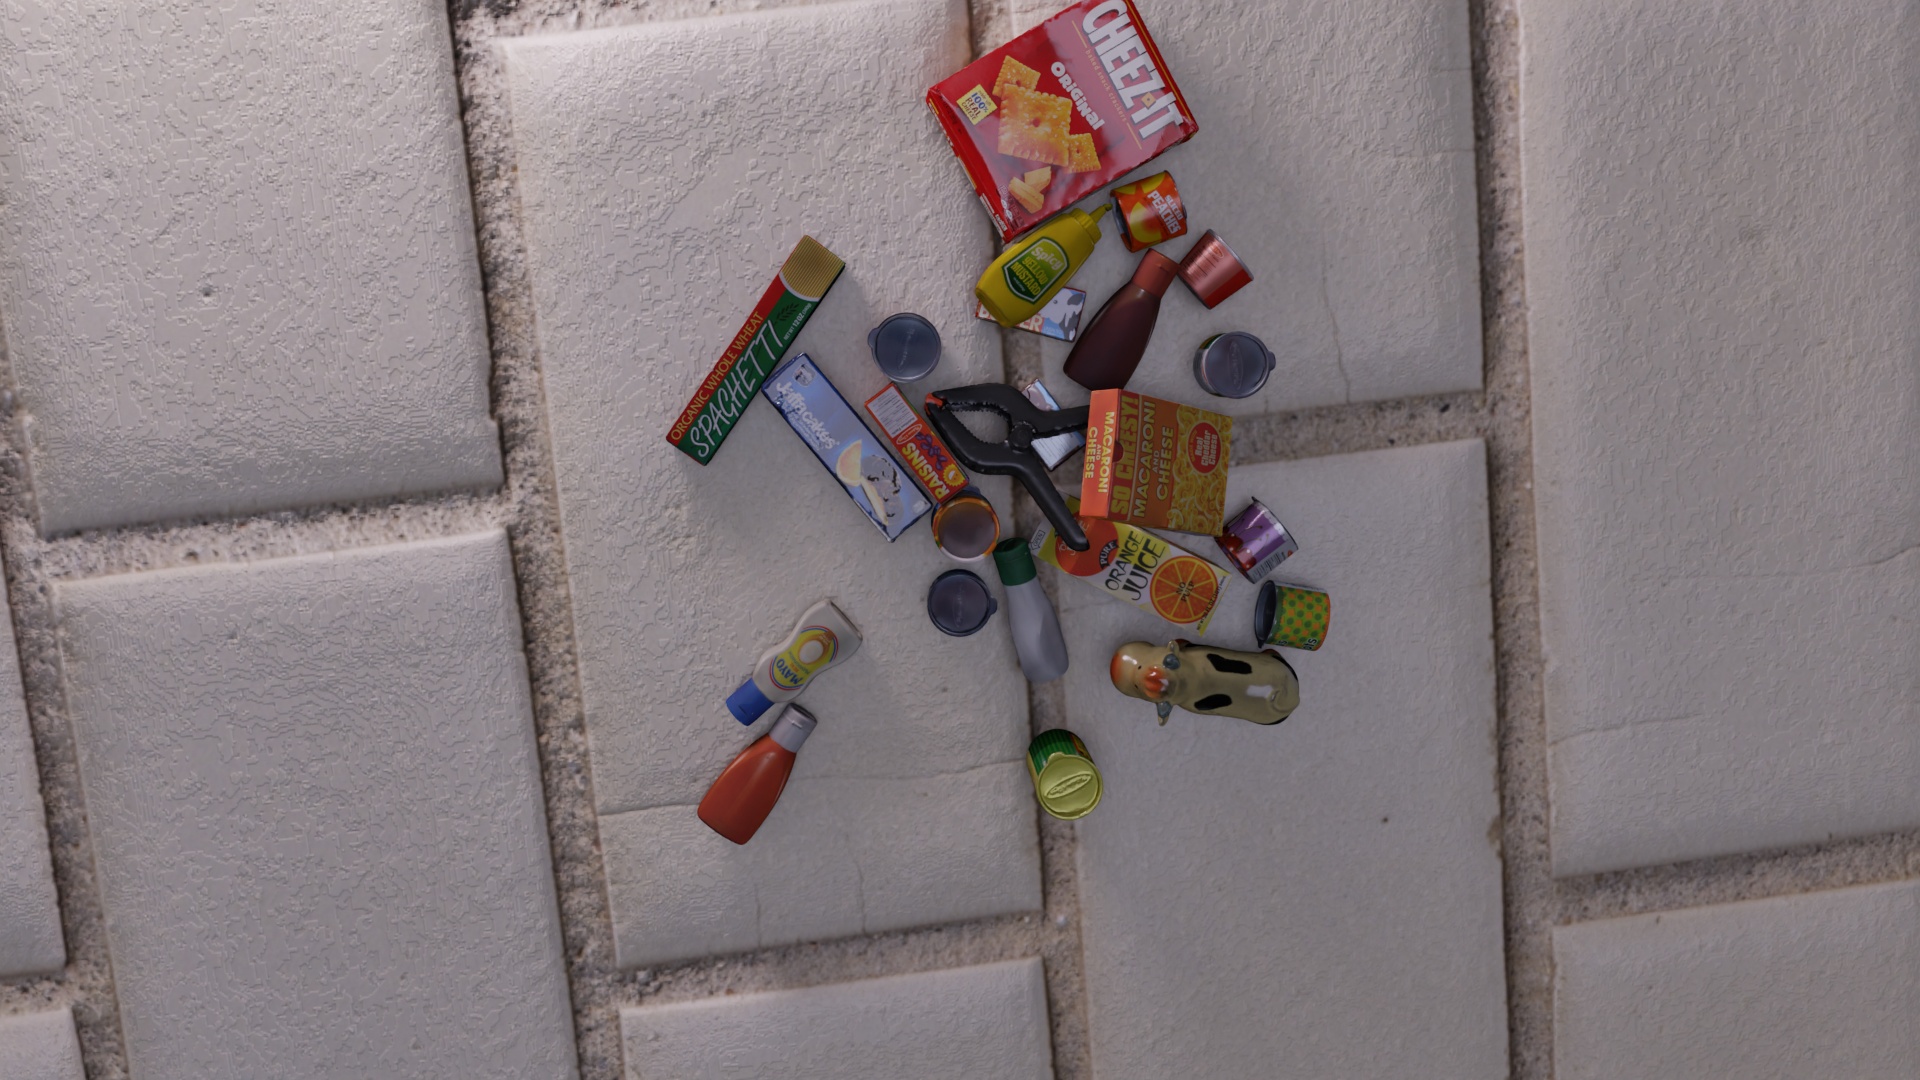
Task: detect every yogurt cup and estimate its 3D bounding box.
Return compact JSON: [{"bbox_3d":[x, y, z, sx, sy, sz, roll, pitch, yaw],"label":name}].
[{"bbox_3d":[0.249,-0.266,1.376,0.054,0.072,0.072,-42,97,11],"label":"yogurt cup"}]

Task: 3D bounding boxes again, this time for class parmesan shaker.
[{"bbox_3d":[0.103,0.232,1.406,0.071,0.103,0.071,0,98,-3],"label":"parmesan shaker"}]

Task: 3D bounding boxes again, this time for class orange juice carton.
[{"bbox_3d":[0.167,0.020,1.399,0.193,0.073,0.071,25,95,-5],"label":"orange juice carton"}]

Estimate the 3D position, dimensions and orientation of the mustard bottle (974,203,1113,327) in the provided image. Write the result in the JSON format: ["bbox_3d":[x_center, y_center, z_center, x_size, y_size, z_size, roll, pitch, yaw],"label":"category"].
[{"bbox_3d":[0.088,-0.277,1.349,0.160,0.049,0.065,-43,98,-3],"label":"mustard bottle"}]

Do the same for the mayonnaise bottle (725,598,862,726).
[{"bbox_3d":[-0.172,0.128,1.410,0.148,0.041,0.064,-41,99,2],"label":"mayonnaise bottle"}]

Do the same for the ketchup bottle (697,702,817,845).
[{"bbox_3d":[-0.203,0.235,1.420,0.065,0.043,0.148,36,94,-7],"label":"ketchup bottle"}]

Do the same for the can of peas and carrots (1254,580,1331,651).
[{"bbox_3d":[0.338,0.079,1.418,0.059,0.071,0.071,9,96,-5],"label":"can of peas and carrots"}]

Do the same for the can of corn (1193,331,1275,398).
[{"bbox_3d":[0.273,-0.176,1.389,0.071,0.058,0.071,0,97,-3],"label":"can of corn"}]

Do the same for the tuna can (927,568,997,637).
[{"bbox_3d":[0.001,0.063,1.416,0.071,0.033,0.071,0,97,-3],"label":"tuna can"}]

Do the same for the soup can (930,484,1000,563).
[{"bbox_3d":[0.005,-0.017,1.381,0.071,0.084,0.071,0,97,-3],"label":"soup can"}]

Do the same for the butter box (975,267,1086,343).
[{"bbox_3d":[0.070,-0.235,1.389,0.103,0.024,0.053,14,95,-5],"label":"butter box"}]

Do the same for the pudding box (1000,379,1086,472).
[{"bbox_3d":[0.083,-0.117,1.401,0.049,0.030,0.083,-38,97,3],"label":"pudding box"}]

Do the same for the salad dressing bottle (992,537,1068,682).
[{"bbox_3d":[0.069,0.070,1.396,0.044,0.064,0.147,-7,112,27],"label":"salad dressing bottle"}]

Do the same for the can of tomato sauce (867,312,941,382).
[{"bbox_3d":[-0.055,-0.188,1.358,0.071,0.083,0.071,0,97,-3],"label":"can of tomato sauce"}]

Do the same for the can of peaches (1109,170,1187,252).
[{"bbox_3d":[0.184,-0.322,1.362,0.058,0.071,0.071,-19,98,1],"label":"can of peaches"}]

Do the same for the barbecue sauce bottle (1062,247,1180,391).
[{"bbox_3d":[0.164,-0.216,1.373,0.065,0.044,0.148,26,106,-15],"label":"barbecue sauce bottle"}]

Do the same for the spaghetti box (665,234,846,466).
[{"bbox_3d":[-0.204,-0.187,1.378,0.050,0.029,0.250,35,94,-6],"label":"spaghetti box"}]

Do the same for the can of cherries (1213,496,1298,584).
[{"bbox_3d":[0.297,0.000,1.409,0.058,0.071,0.071,-39,97,3],"label":"can of cherries"}]

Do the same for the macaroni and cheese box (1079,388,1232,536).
[{"bbox_3d":[0.193,-0.074,1.352,0.167,0.040,0.123,8,86,-40],"label":"macaroni and cheese box"}]

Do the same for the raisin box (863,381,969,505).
[{"bbox_3d":[-0.043,-0.097,1.368,0.040,0.086,0.123,-37,97,1],"label":"raisin box"}]
